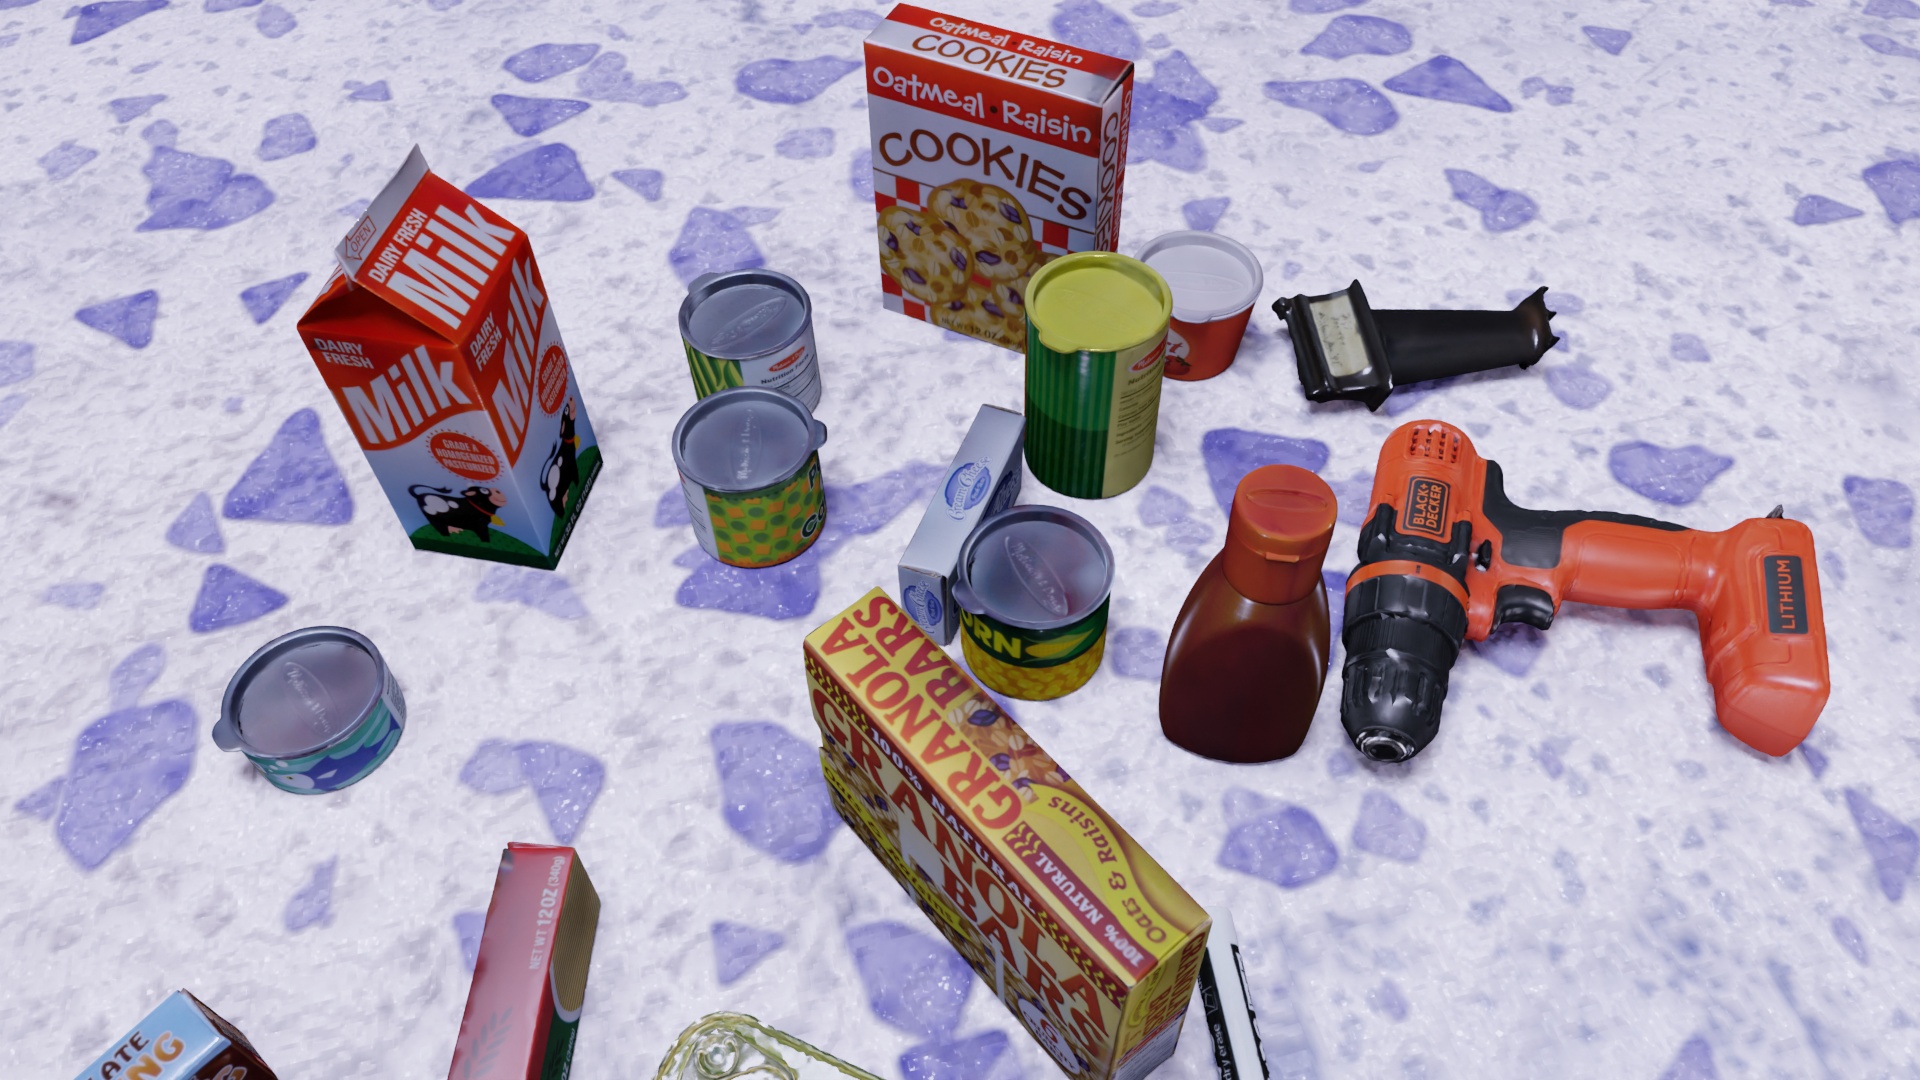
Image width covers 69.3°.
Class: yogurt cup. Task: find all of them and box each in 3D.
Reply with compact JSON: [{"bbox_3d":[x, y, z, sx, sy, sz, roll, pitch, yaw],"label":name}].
[{"bbox_3d":[0.121,-0.121,0.726,0.072,0.053,0.073,0,51,1],"label":"yogurt cup"}]

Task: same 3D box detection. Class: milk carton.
[{"bbox_3d":[-0.222,-0.075,0.607,0.073,0.189,0.073,8,52,7],"label":"milk carton"}]

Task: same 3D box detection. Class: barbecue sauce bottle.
[{"bbox_3d":[0.115,0.032,0.542,0.065,0.147,0.044,7,52,7],"label":"barbecue sauce bottle"}]

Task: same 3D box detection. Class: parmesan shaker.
[{"bbox_3d":[0.061,-0.075,0.659,0.071,0.102,0.072,0,51,1],"label":"parmesan shaker"}]

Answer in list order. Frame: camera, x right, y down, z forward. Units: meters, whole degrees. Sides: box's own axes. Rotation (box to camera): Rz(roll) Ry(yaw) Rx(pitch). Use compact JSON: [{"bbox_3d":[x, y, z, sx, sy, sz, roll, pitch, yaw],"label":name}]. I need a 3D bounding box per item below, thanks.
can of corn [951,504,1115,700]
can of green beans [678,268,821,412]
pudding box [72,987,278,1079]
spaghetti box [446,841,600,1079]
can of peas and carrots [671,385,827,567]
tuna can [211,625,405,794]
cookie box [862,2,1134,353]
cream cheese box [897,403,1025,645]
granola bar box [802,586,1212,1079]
[{"bbox_3d":[0.030,0.029,0.604,0.071,0.058,0.071,0,51,1],"label":"can of corn"},{"bbox_3d":[-0.106,-0.095,0.707,0.071,0.057,0.071,0,51,1],"label":"can of green beans"},{"bbox_3d":[-0.286,0.201,0.476,0.030,0.049,0.084,32,58,24],"label":"pudding box"},{"bbox_3d":[-0.158,0.224,0.455,0.029,0.050,0.251,0,51,1],"label":"spaghetti box"},{"bbox_3d":[-0.095,-0.030,0.653,0.071,0.058,0.071,0,51,1],"label":"can of peas and carrots"},{"bbox_3d":[-0.275,0.073,0.590,0.071,0.032,0.071,0,51,1],"label":"tuna can"},{"bbox_3d":[0.018,-0.173,0.698,0.123,0.166,0.040,21,55,17],"label":"cookie box"},{"bbox_3d":[0.002,-0.008,0.637,0.024,0.053,0.104,16,53,14],"label":"cream cheese box"},{"bbox_3d":[0.010,0.111,0.495,0.039,0.123,0.166,-34,58,-23],"label":"granola bar box"}]
